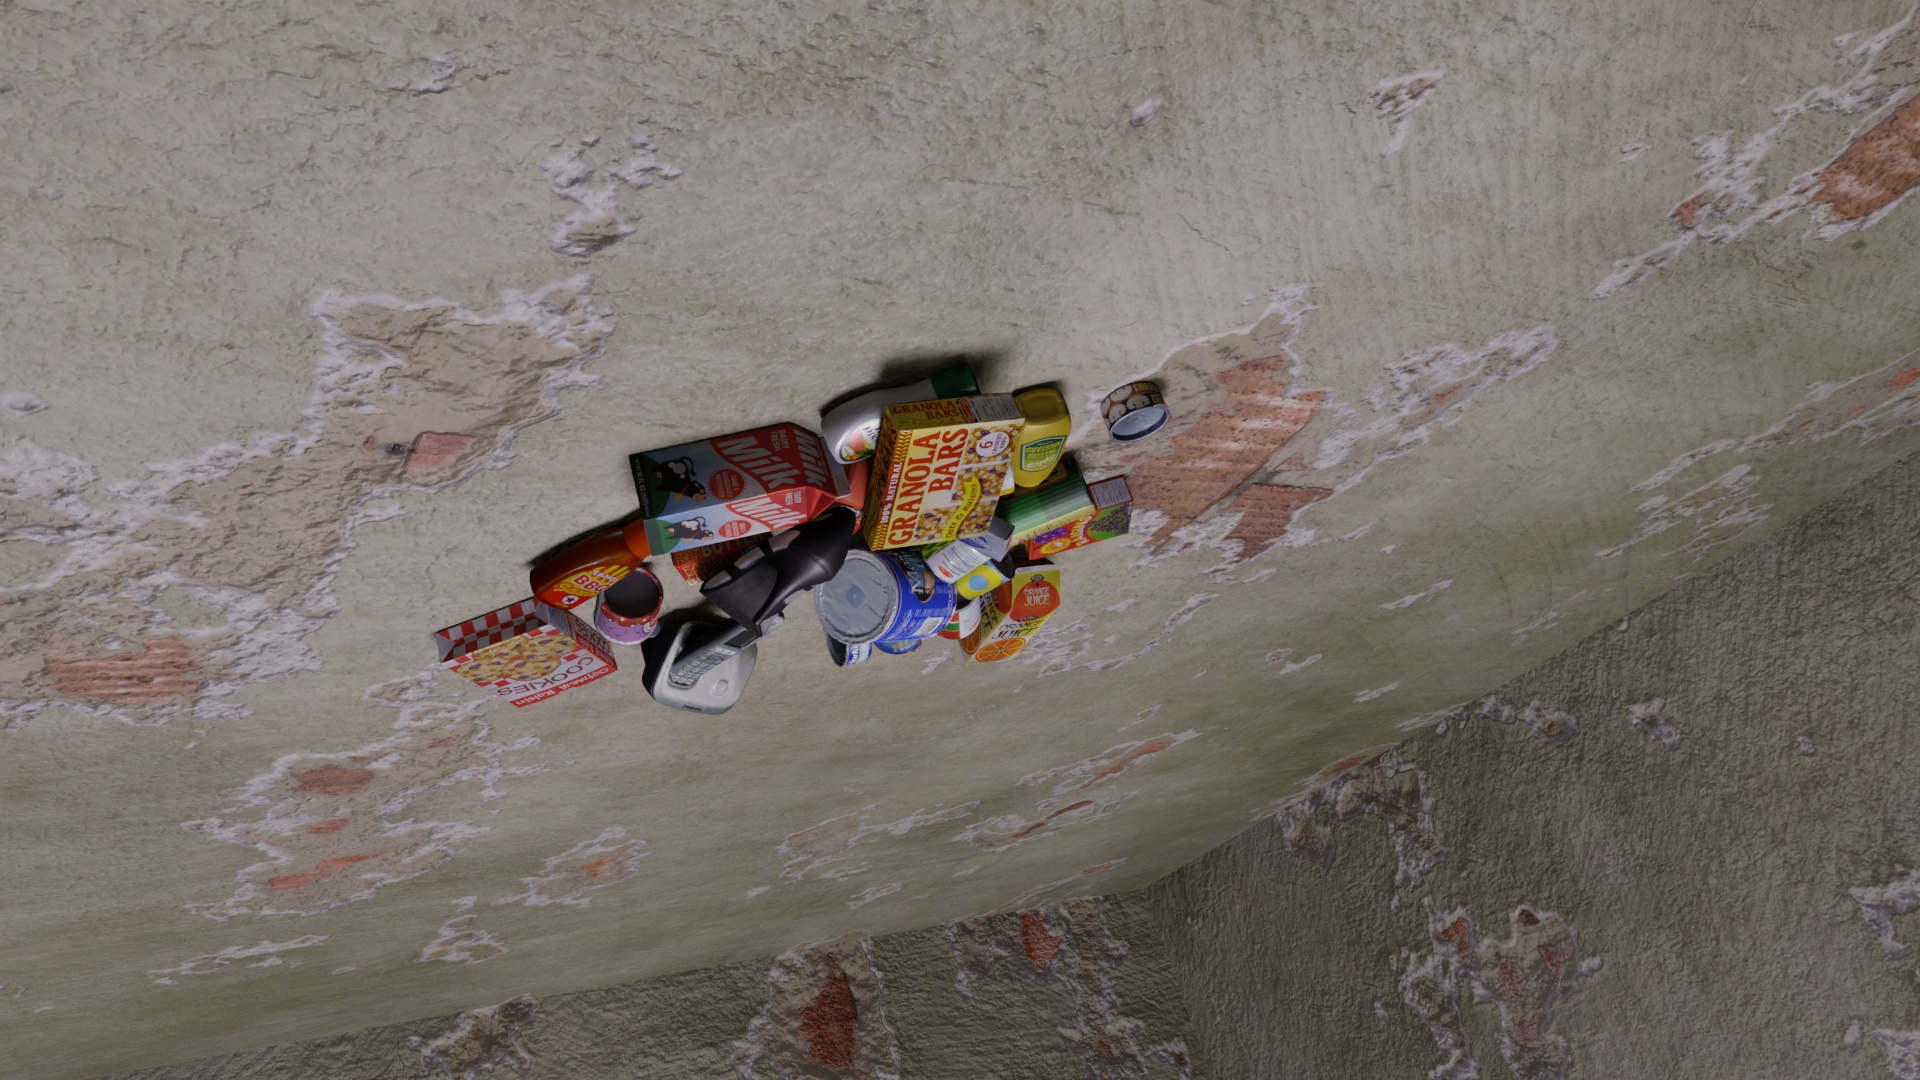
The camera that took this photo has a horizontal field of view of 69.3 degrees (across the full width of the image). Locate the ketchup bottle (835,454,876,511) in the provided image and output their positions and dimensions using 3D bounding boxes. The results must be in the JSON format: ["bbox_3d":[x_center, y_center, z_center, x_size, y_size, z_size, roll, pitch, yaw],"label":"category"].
[{"bbox_3d":[-0.069,-0.053,1.378,0.043,0.065,0.149,3,169,41],"label":"ketchup bottle"}]

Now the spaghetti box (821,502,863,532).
[{"bbox_3d":[-0.160,0.005,1.482,0.050,0.029,0.249,4,147,-39],"label":"spaghetti box"}]

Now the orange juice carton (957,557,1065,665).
[{"bbox_3d":[0.062,0.079,1.731,0.072,0.073,0.191,-4,151,-28],"label":"orange juice carton"}]

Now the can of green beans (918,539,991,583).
[{"bbox_3d":[-0.004,0.006,1.544,0.057,0.071,0.071,-34,151,24],"label":"can of green beans"}]

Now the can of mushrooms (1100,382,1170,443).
[{"bbox_3d":[0.181,-0.133,1.432,0.071,0.033,0.070,-15,154,-7],"label":"can of mushrooms"}]

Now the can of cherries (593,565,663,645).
[{"bbox_3d":[-0.341,0.067,1.437,0.071,0.072,0.058,-6,151,-24],"label":"can of cherries"}]

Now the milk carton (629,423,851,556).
[{"bbox_3d":[-0.202,-0.051,1.289,0.191,0.072,0.073,-13,154,-12],"label":"milk carton"}]

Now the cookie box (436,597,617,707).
[{"bbox_3d":[-0.464,0.123,1.499,0.123,0.040,0.167,-20,155,3],"label":"cookie box"}]

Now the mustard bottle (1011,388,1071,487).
[{"bbox_3d":[0.074,-0.095,1.417,0.065,0.049,0.159,-13,154,-9],"label":"mustard bottle"}]

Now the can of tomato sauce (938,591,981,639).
[{"bbox_3d":[-0.011,0.074,1.682,0.071,0.071,0.082,-16,154,-6],"label":"can of tomato sauce"}]

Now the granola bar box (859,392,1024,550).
[{"bbox_3d":[-0.020,-0.064,1.302,0.124,0.039,0.164,-8,142,-22],"label":"granola bar box"}]

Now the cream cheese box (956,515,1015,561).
[{"bbox_3d":[0.005,-0.019,1.479,0.104,0.024,0.053,27,154,8],"label":"cream cheese box"}]

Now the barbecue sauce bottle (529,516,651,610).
[{"bbox_3d":[-0.347,0.017,1.362,0.148,0.044,0.065,-28,152,18],"label":"barbecue sauce bottle"}]

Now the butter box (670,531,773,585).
[{"bbox_3d":[-0.245,0.014,1.447,0.103,0.024,0.053,-17,156,-3],"label":"butter box"}]

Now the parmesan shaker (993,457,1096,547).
[{"bbox_3d":[0.089,-0.042,1.517,0.103,0.071,0.071,-23,154,7],"label":"parmesan shaker"}]

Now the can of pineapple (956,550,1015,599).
[{"bbox_3d":[0.021,0.027,1.608,0.057,0.071,0.071,-30,153,22],"label":"can of pineapple"}]

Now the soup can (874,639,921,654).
[{"bbox_3d":[-0.079,0.093,1.667,0.071,0.071,0.083,-17,154,-4],"label":"soup can"}]

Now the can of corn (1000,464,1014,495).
[{"bbox_3d":[0.017,-0.073,1.406,0.058,0.071,0.071,-16,155,-7],"label":"can of corn"}]

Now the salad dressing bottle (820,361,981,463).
[{"bbox_3d":[-0.054,-0.120,1.284,0.147,0.044,0.064,-24,148,5],"label":"salad dressing bottle"}]

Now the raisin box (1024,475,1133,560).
[{"bbox_3d":[0.135,-0.025,1.612,0.123,0.040,0.085,-15,155,-6],"label":"raisin box"}]
